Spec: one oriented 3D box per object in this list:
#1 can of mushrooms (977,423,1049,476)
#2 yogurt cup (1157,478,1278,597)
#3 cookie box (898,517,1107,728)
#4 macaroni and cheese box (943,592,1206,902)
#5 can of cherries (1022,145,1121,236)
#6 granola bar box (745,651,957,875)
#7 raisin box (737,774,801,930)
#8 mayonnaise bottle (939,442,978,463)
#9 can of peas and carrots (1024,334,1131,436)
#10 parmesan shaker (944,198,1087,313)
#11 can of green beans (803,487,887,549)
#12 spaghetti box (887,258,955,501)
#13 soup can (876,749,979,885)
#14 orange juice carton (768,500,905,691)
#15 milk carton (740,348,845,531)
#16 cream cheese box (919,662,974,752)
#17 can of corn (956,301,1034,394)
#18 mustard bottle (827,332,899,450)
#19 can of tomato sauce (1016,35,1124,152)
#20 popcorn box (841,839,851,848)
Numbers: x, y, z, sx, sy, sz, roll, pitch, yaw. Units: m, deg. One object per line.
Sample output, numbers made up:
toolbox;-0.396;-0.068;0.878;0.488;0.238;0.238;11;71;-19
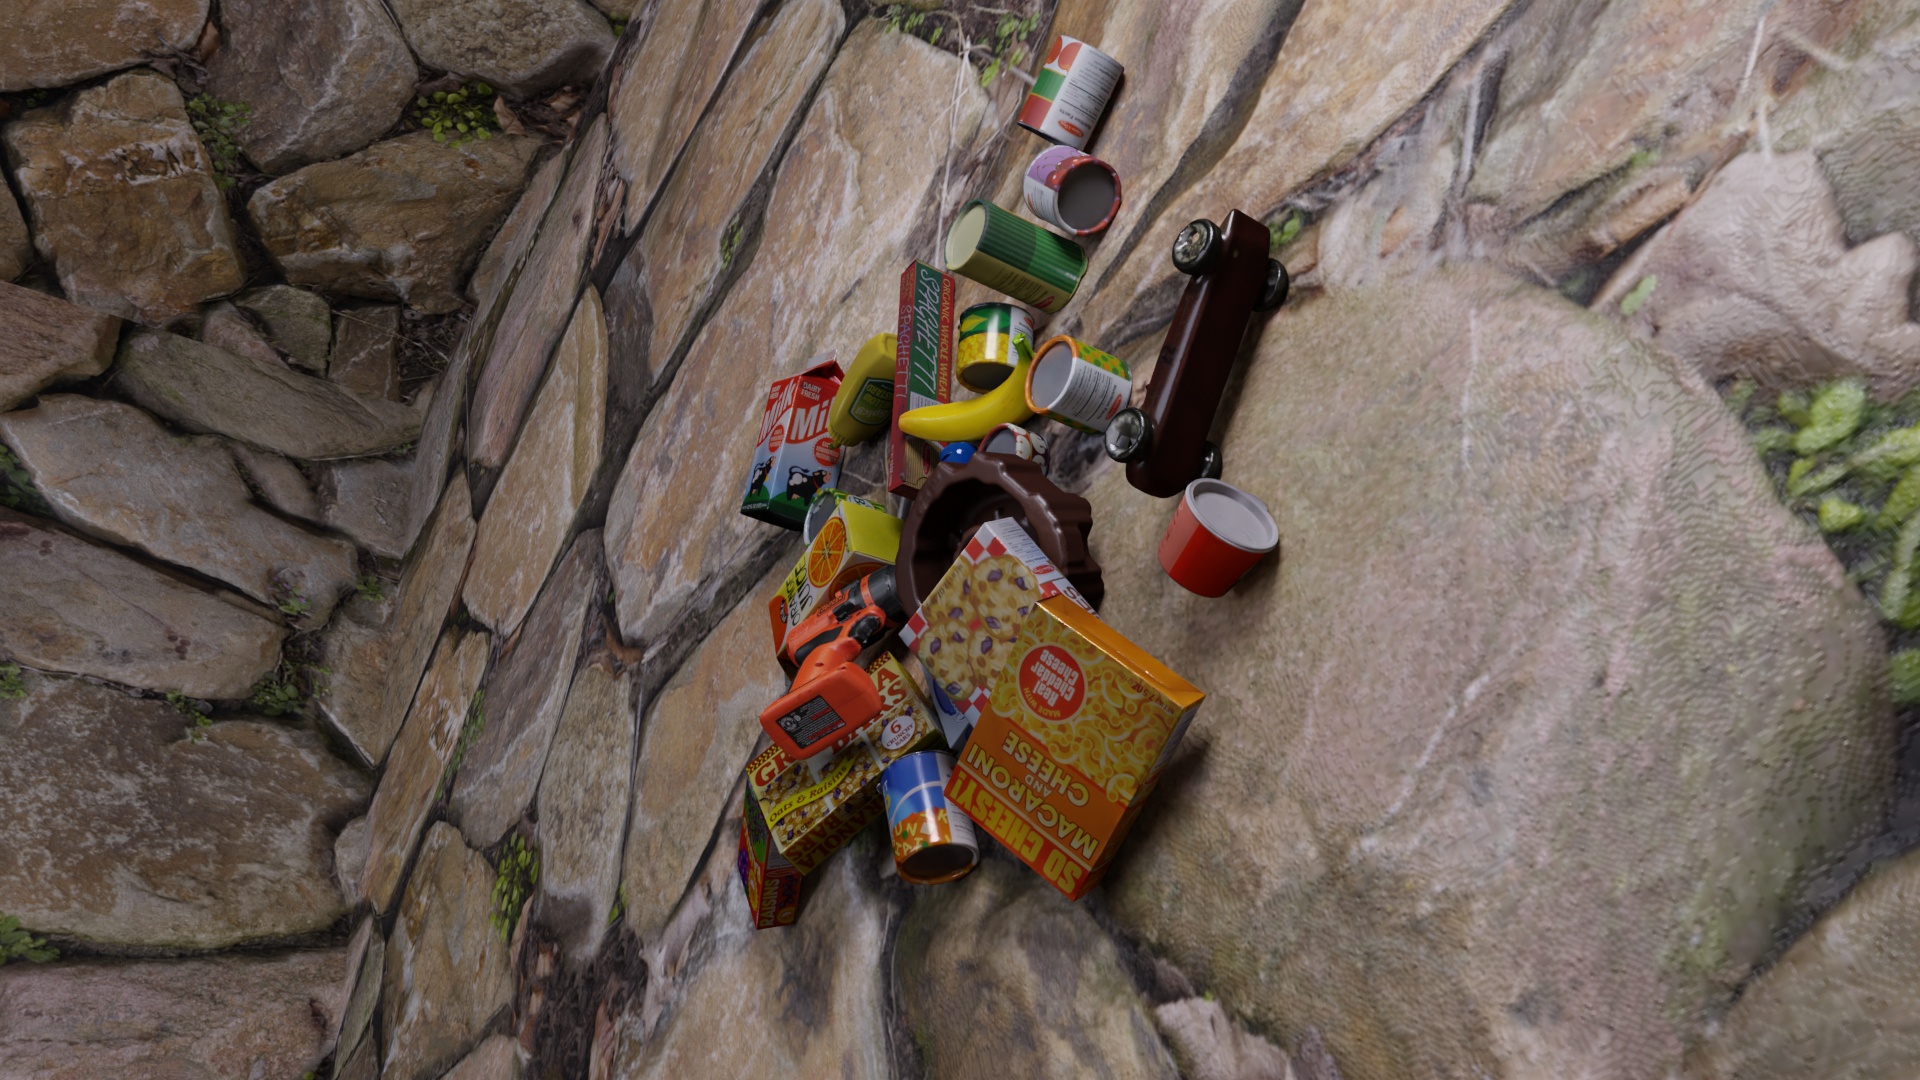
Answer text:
can of mushrooms;0.041;-0.065;1.169;0.070;0.033;0.071;-32;49;47
yogurt cup;0.166;0.001;0.911;0.053;0.072;0.073;-60;32;34
cookie box;0.047;0.086;0.998;0.168;0.040;0.122;49;121;20
macaroni and cheese box;0.073;0.139;0.936;0.124;0.040;0.165;36;115;25
can of cherries;0.096;-0.298;1.176;0.071;0.071;0.058;-64;32;13
granola bar box;-0.096;0.185;1.180;0.165;0.039;0.124;-39;35;0
raisin box;-0.174;0.283;1.278;0.086;0.040;0.122;-122;36;-49
mayonnaise bottle;0.004;-0.015;1.192;0.064;0.041;0.149;-39;45;41
can of peas and carrots;0.091;-0.123;1.097;0.070;0.059;0.071;-33;48;46
parmesan shaker;0.047;-0.244;1.187;0.071;0.103;0.071;-33;48;46
can of green beans;-0.113;-0.013;1.360;0.071;0.058;0.071;-33;48;46
spaghetti box;-0.035;-0.153;1.320;0.028;0.050;0.251;-29;50;47
soup can;-0.027;0.219;1.091;0.071;0.071;0.084;-49;38;33
orange juice carton;-0.124;0.059;1.326;0.191;0.073;0.072;-52;36;30
milk carton;-0.168;-0.111;1.485;0.072;0.073;0.191;-6;69;57
cream cheese box;0.000;0.120;1.144;0.053;0.024;0.104;-57;34;26
can of corn;0.028;-0.165;1.209;0.071;0.071;0.058;-24;55;51
mustard bottle;-0.095;-0.139;1.398;0.159;0.065;0.049;-51;31;40
can of tomato sauce;0.096;-0.392;1.224;0.083;0.071;0.071;-63;32;12
popcorn box;-0.120;0.208;1.274;0.085;0.038;0.127;-61;33;16
